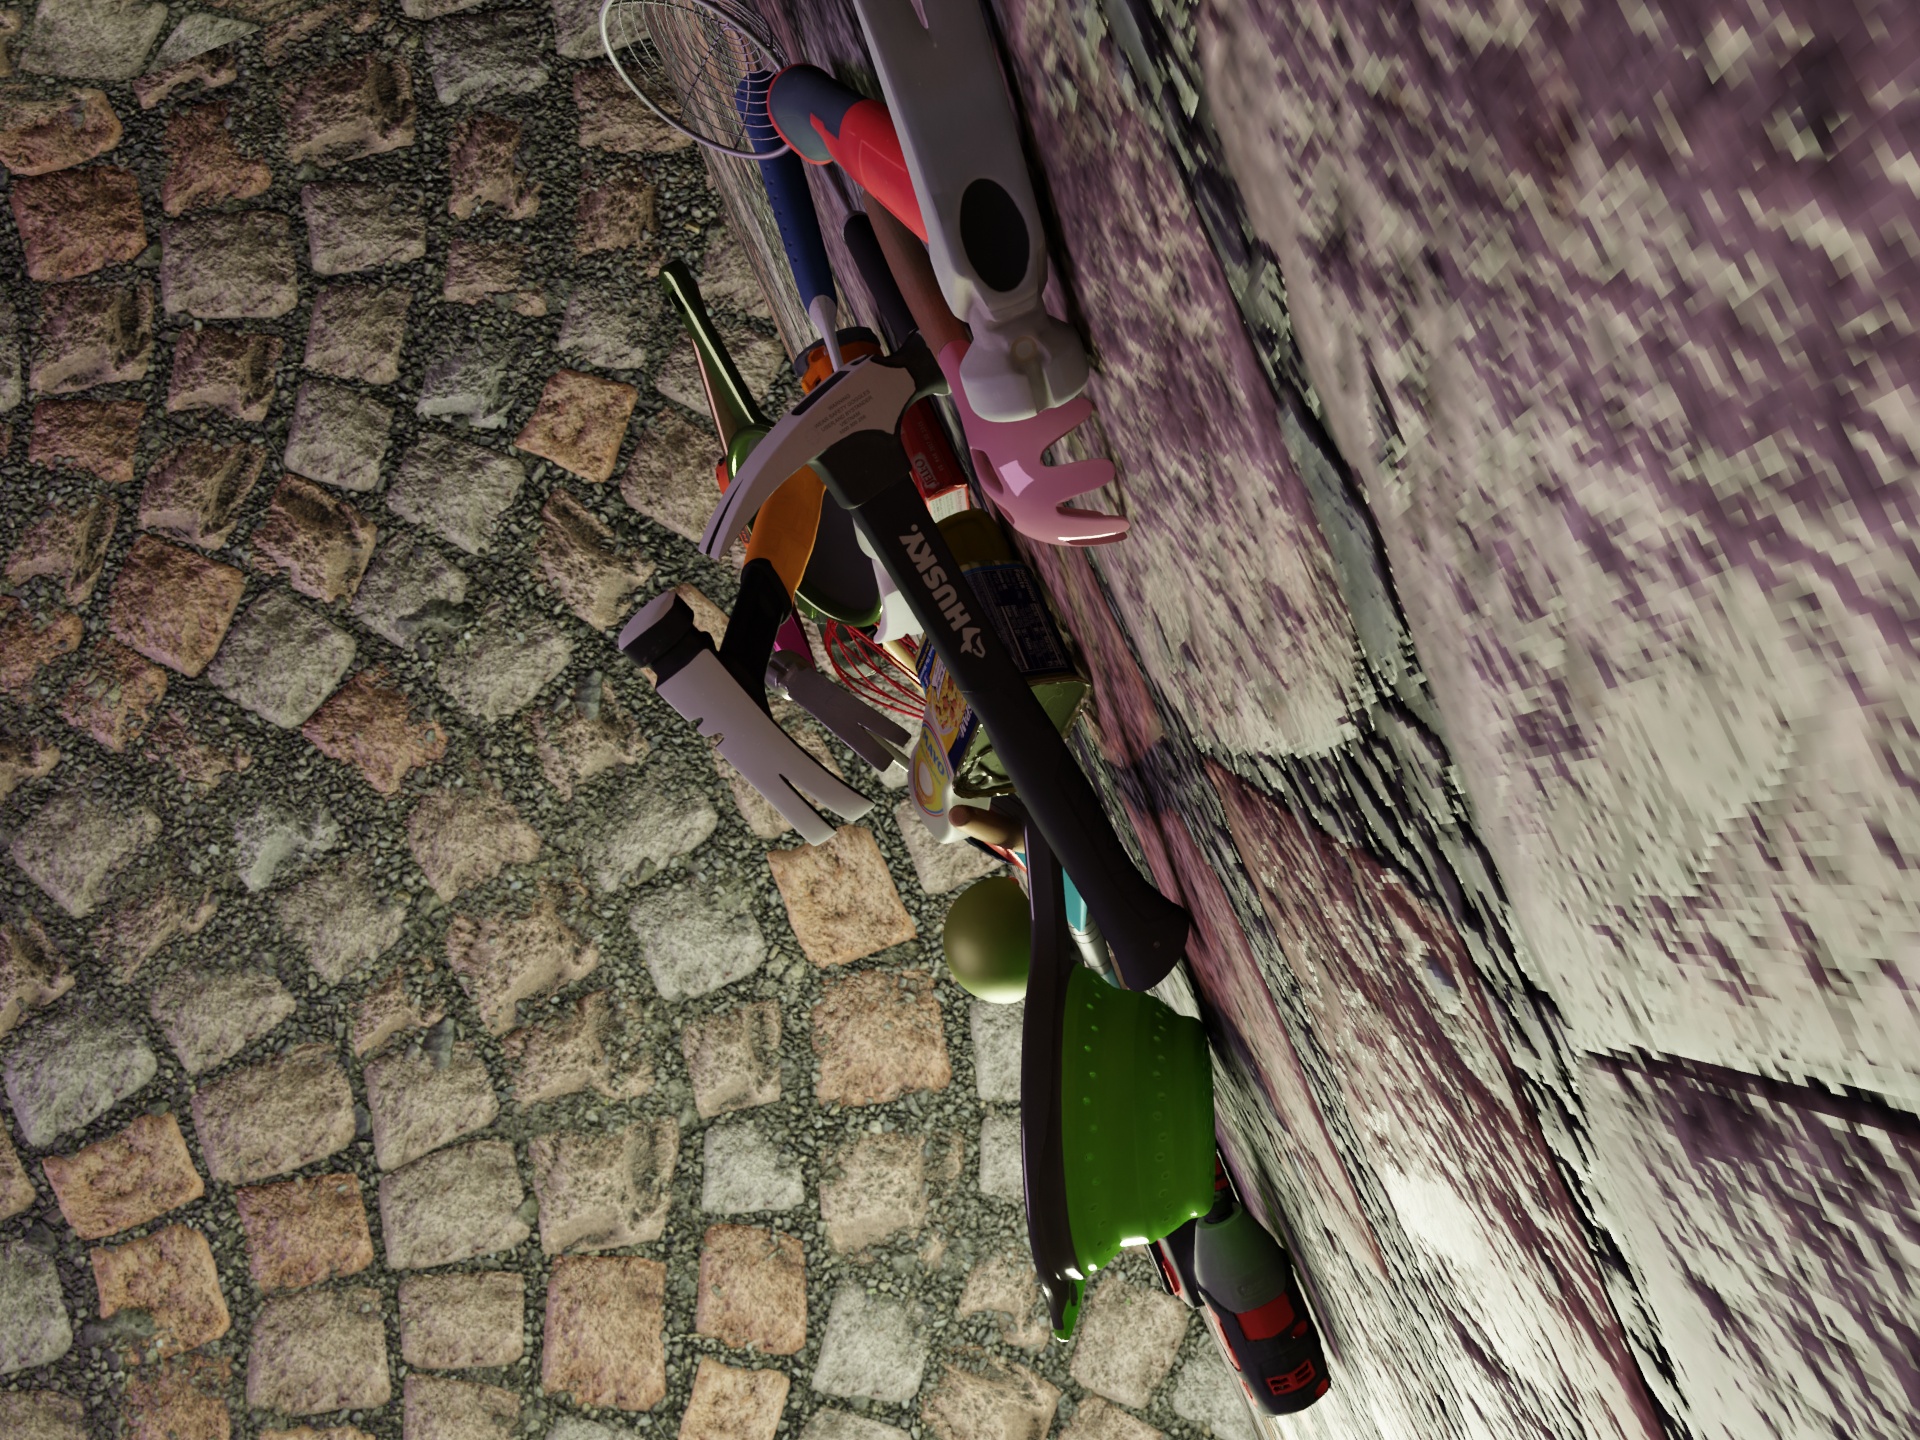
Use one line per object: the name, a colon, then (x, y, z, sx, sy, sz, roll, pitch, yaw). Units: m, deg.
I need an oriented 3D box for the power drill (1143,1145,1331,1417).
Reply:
power drill: (0.175, 0.361, 1.085, 0.220, 0.078, 0.143, -159, 46, -83)

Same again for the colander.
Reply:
colander: (0.089, 0.145, 0.902, 0.204, 0.094, 0.397, -31, -63, -76)

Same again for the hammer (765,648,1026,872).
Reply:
hammer: (0.003, 0.064, 1.175, 0.149, 0.037, 0.358, 34, 176, 43)

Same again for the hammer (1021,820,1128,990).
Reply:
hammer: (0.106, 0.181, 1.244, 0.330, 0.033, 0.128, 66, 179, -46)

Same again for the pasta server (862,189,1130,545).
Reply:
pasta server: (0.000, -0.158, 0.632, 0.317, 0.040, 0.060, -110, -1, -51)

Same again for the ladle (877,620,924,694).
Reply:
ladle: (-0.013, -0.013, 1.383, 0.315, 0.031, 0.069, 48, -160, -41)

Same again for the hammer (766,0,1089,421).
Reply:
hammer: (-0.039, -0.234, 0.604, 0.387, 0.038, 0.143, -117, 6, -60)

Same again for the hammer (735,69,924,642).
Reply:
hammer: (-0.079, -0.227, 0.932, 0.144, 0.035, 0.406, 83, 172, -61)

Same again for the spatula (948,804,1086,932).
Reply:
spatula: (0.034, 0.082, 0.984, 0.082, 0.044, 0.317, 51, -174, 17)

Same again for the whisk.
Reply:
whisk: (-0.002, -0.003, 1.051, 0.296, 0.073, 0.073, 41, 162, 37)

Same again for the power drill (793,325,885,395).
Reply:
power drill: (-0.063, -0.180, 1.170, 0.226, 0.084, 0.164, 145, 100, -84)

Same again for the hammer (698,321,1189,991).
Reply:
hammer: (0.015, -0.005, 0.734, 0.334, 0.146, 0.035, 59, 168, -22)

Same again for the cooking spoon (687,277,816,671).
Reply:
cooking spoon: (-0.147, -0.153, 1.112, 0.069, 0.017, 0.318, 31, 143, 48)

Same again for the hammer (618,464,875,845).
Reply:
hammer: (-0.089, -0.067, 0.799, 0.127, 0.034, 0.337, 48, -163, -21)

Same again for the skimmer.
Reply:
skimmer: (-0.098, -0.274, 0.831, 0.364, 0.090, 0.127, 63, -174, 35)

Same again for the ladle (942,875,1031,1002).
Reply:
ladle: (0.034, 0.132, 1.097, 0.320, 0.062, 0.078, -9, -83, -83)

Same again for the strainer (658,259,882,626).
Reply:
strainer: (-0.103, -0.184, 1.016, 0.151, 0.069, 0.256, 1, 124, 57)
